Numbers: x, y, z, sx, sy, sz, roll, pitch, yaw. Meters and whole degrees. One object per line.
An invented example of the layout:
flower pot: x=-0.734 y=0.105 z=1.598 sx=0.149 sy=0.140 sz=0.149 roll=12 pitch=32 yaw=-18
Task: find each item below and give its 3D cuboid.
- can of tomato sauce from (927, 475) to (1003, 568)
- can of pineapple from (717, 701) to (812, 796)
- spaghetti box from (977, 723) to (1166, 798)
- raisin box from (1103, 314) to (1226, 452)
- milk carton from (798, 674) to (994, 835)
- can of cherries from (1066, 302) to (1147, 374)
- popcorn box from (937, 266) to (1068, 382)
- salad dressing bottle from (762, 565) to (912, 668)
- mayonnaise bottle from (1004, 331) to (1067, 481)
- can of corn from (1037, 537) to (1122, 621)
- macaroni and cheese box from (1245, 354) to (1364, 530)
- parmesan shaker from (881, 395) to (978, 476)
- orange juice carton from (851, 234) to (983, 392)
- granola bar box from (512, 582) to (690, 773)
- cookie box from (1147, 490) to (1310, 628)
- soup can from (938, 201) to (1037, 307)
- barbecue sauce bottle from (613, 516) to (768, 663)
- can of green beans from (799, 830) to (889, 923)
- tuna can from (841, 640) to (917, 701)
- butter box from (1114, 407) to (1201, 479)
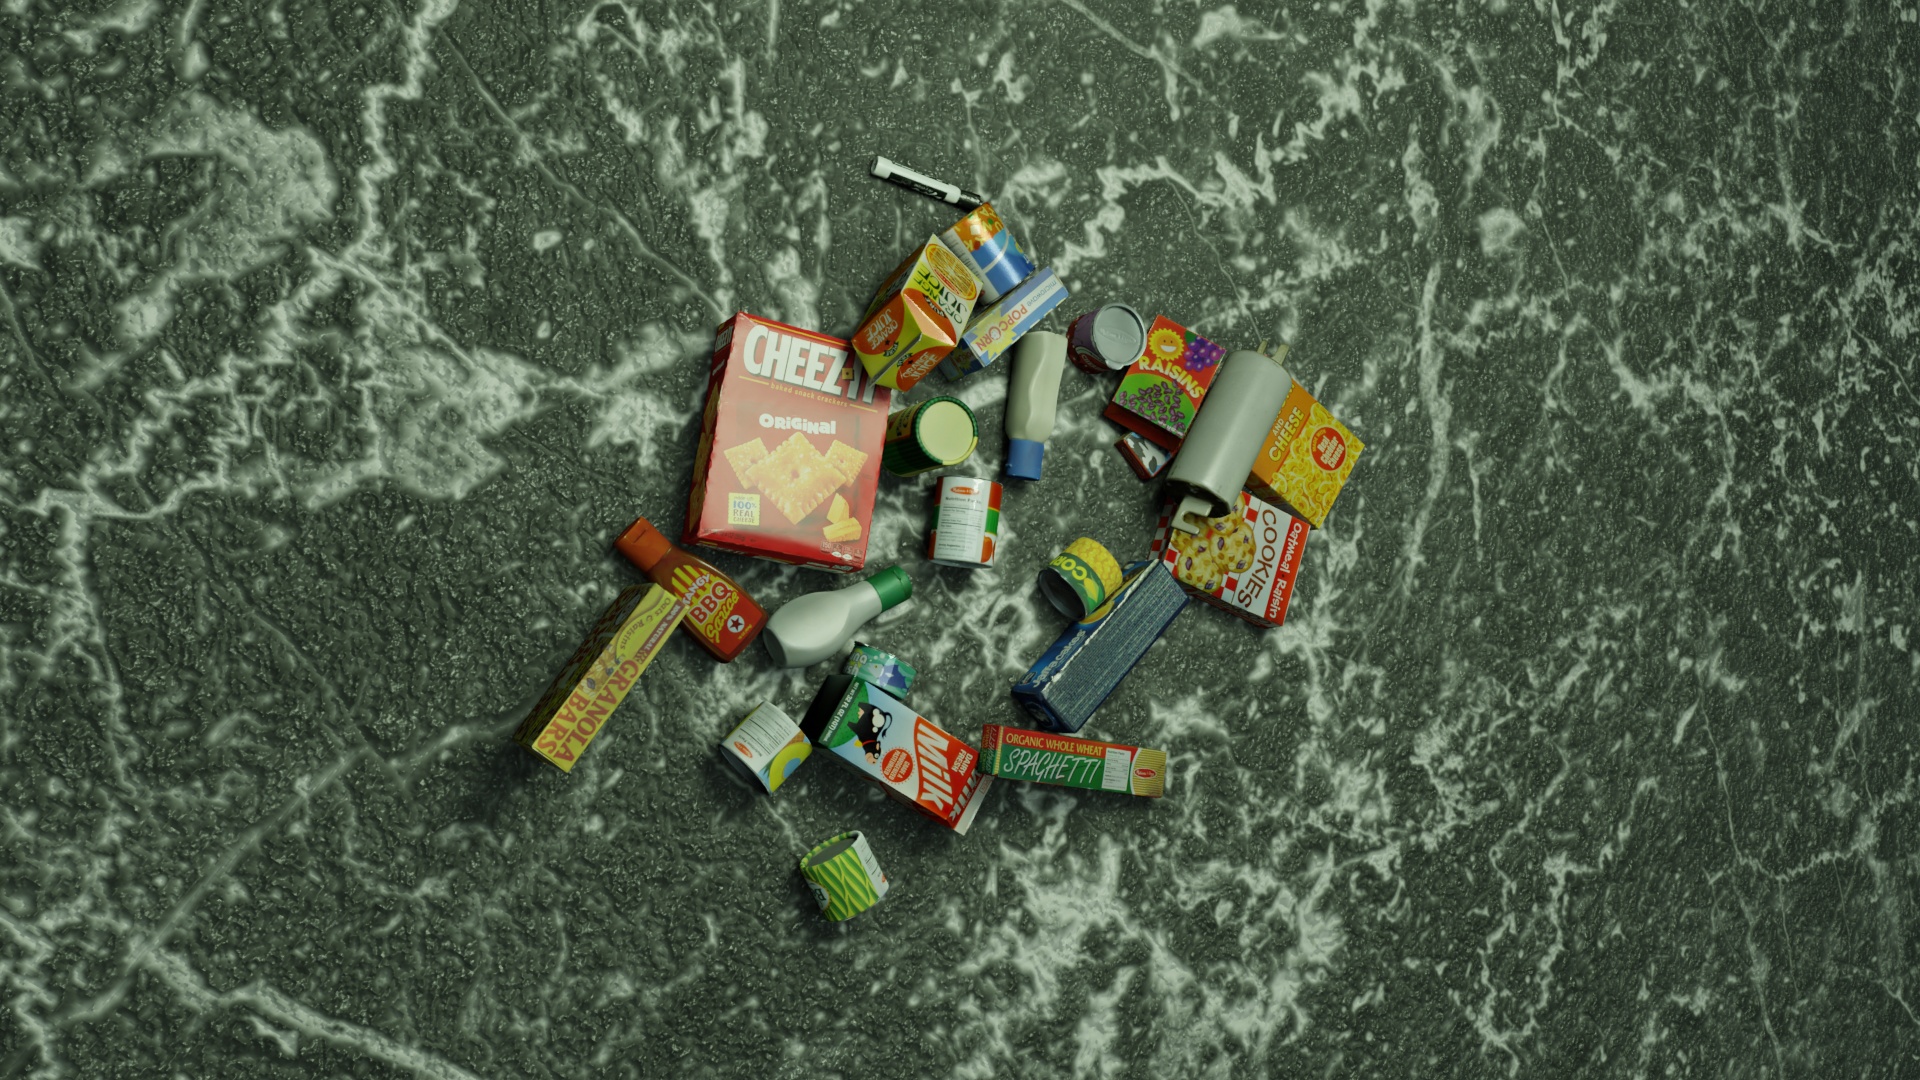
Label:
can of tomato sauce: x=0.005 y=-0.017 z=1.367 sx=0.071 sy=0.071 sz=0.083 roll=10 pitch=82 yaw=-24
can of pineapple: x=-0.177 y=0.189 z=1.263 sx=0.058 sy=0.071 sz=0.071 roll=-45 pitch=105 yaw=-21
spaghetti box: x=0.115 y=0.220 z=1.379 sx=0.250 sy=0.028 sz=0.050 roll=16 pitch=78 yaw=-41
raisin box: x=0.218 y=-0.167 z=1.474 sx=0.086 sy=0.040 sz=0.124 roll=28 pitch=68 yaw=3
milk carton: x=-0.054 y=0.204 z=1.315 sx=0.190 sy=0.073 sz=0.072 roll=36 pitch=72 yaw=-19
can of cherries: x=0.151 y=-0.209 z=1.456 sx=0.071 sy=0.058 sz=0.071 roll=2 pitch=85 yaw=-26
popcorn box: x=0.039 y=-0.215 z=1.388 sx=0.127 sy=0.085 sz=0.038 roll=-42 pitch=103 yaw=-22
salad dressing bottle: x=-0.114 y=0.069 z=1.311 sx=0.148 sy=0.043 sz=0.064 roll=-27 pitch=63 yaw=-29
mayonnaise bottle: x=0.073 y=-0.136 z=1.412 sx=0.041 sy=0.064 sz=0.148 roll=10 pitch=85 yaw=-28
can of corn: x=0.122 y=0.037 z=1.415 sx=0.058 sy=0.071 sz=0.071 roll=-40 pitch=103 yaw=-23
macaroni and cheese box: x=0.362 y=-0.109 z=1.557 sx=0.166 sy=0.040 sz=0.124 roll=39 pitch=71 yaw=-18
parmesan shaker: x=-0.031 y=-0.101 z=1.335 sx=0.071 sy=0.103 sz=0.071 roll=2 pitch=85 yaw=-25
orange juice carton: x=-0.042 y=-0.207 z=1.300 sx=0.073 sy=0.071 sz=0.194 roll=42 pitch=31 yaw=-16
granola bar box: x=-0.307 y=0.113 z=1.174 sx=0.039 sy=0.124 sz=0.166 roll=40 pitch=71 yaw=-17
cookie box: x=0.292 y=0.009 z=1.515 sx=0.167 sy=0.040 sz=0.123 roll=24 pitch=76 yaw=-21
soup can: x=0.027 y=-0.290 z=1.399 sx=0.071 sy=0.071 sz=0.083 roll=-42 pitch=103 yaw=-22
barbecue sauce bottle: x=-0.246 y=0.041 z=1.254 sx=0.148 sy=0.043 sz=0.065 roll=45 pitch=69 yaw=-15
can of green beans: x=-0.108 y=0.310 z=1.284 sx=0.071 sy=0.071 sz=0.057 roll=-29 pitch=98 yaw=-24
tuna can: x=-0.079 y=0.124 z=1.313 sx=0.071 sy=0.071 sz=0.033 roll=30 pitch=75 yaw=-20
butter box: x=0.218 y=-0.118 z=1.498 sx=0.104 sy=0.024 sz=0.053 roll=-43 pitch=103 yaw=-22
